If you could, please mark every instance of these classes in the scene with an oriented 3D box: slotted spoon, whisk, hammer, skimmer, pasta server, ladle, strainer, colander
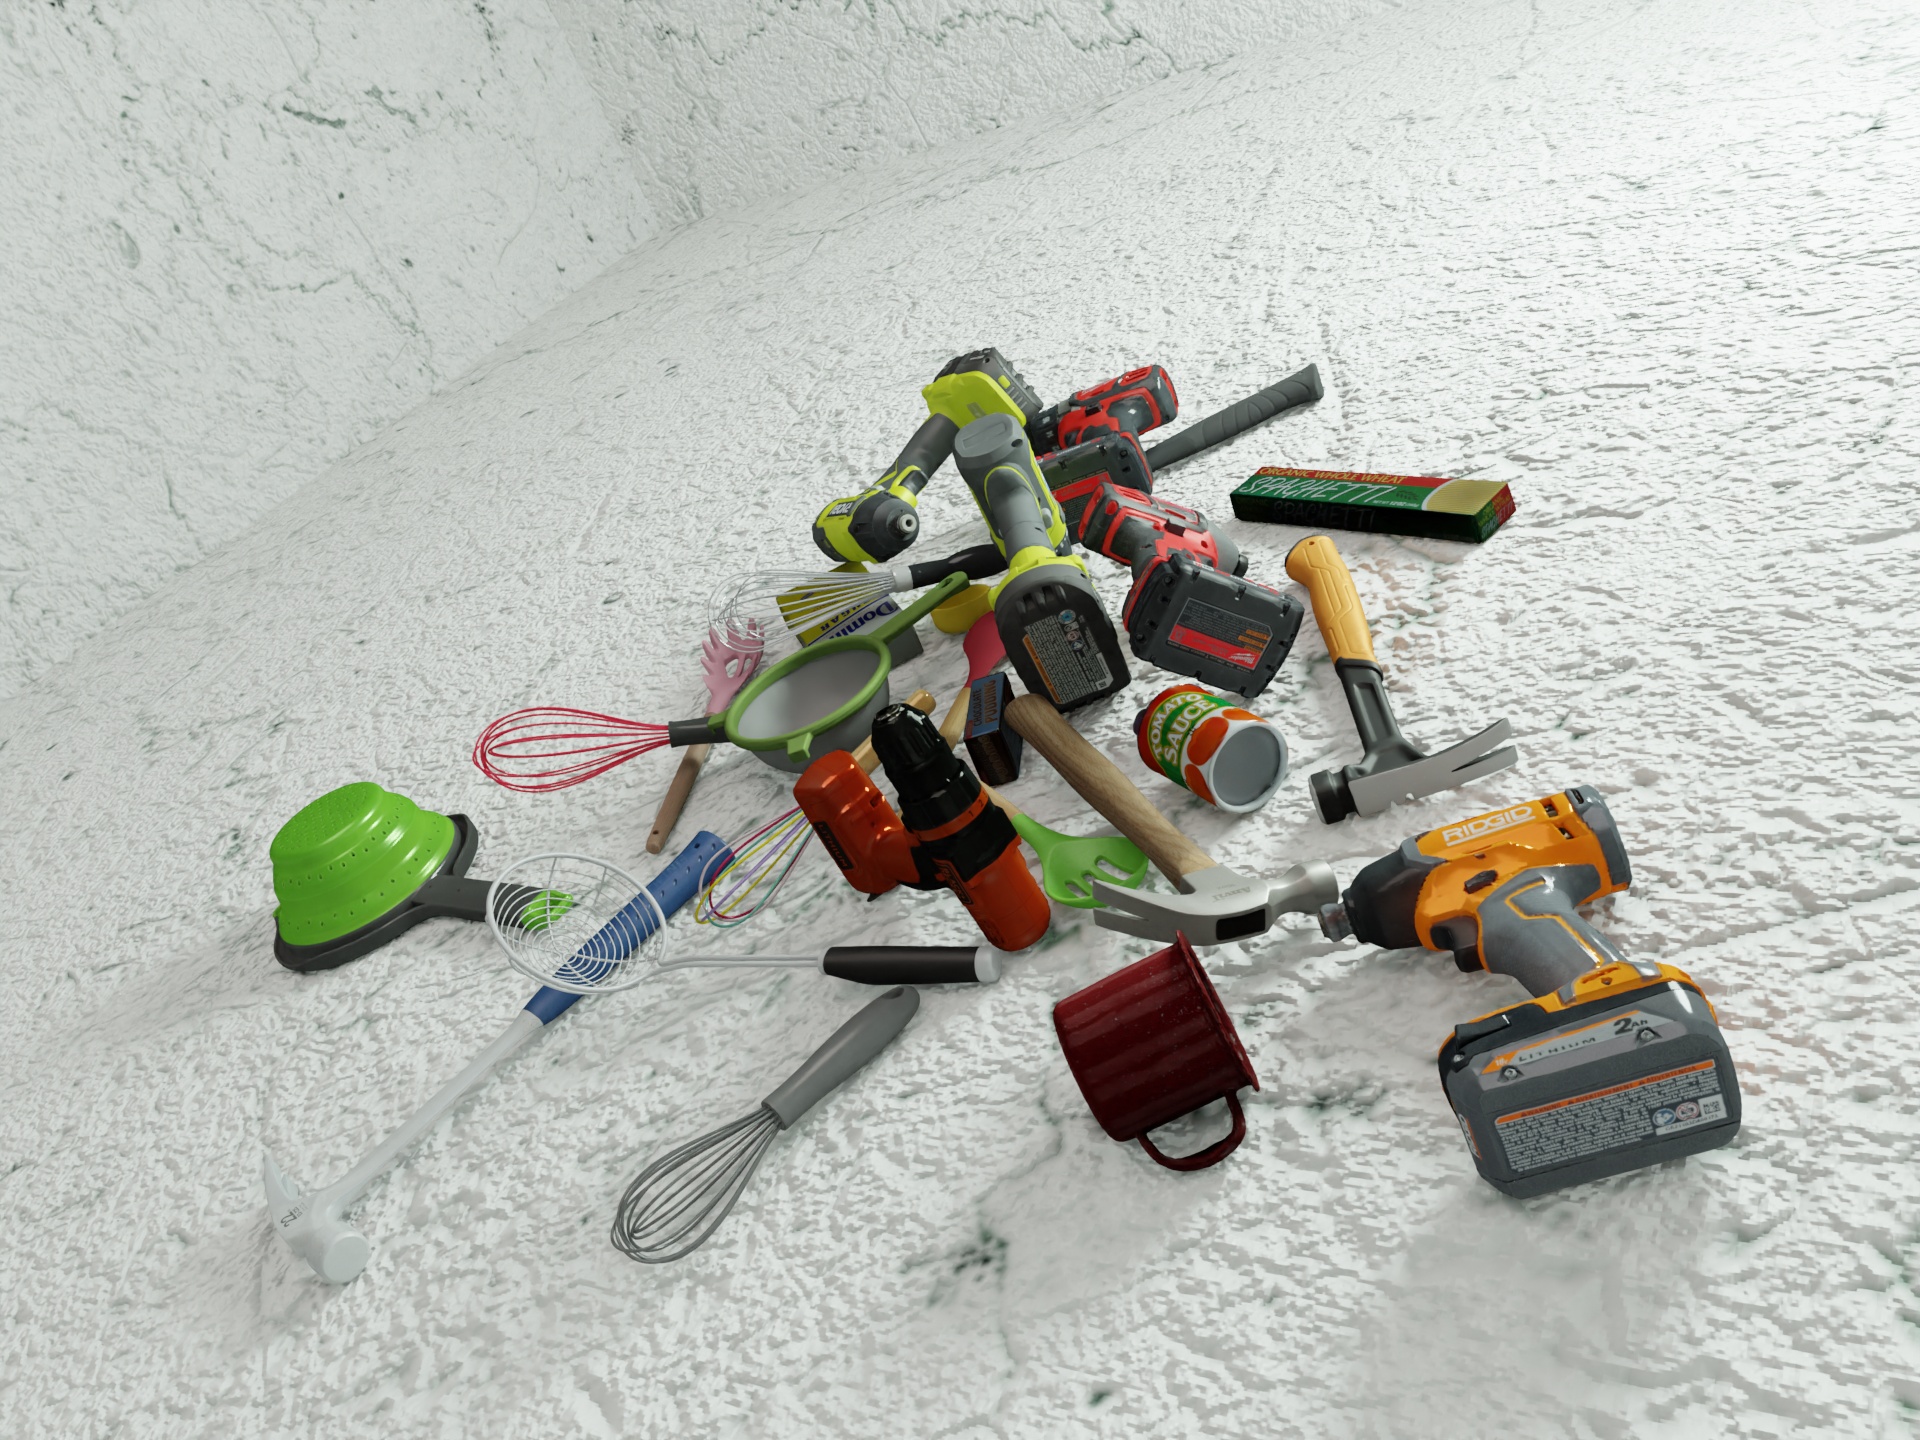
[{"bbox_3d":[0.029,0.062,1.122,0.070,0.031,0.314,-33,33,-17],"label":"slotted spoon"},{"bbox_3d":[-0.108,0.065,1.192,0.245,0.047,0.051,-45,39,-13],"label":"whisk"},{"bbox_3d":[-0.321,0.220,1.148,0.144,0.035,0.405,9,44,46],"label":"hammer"},{"bbox_3d":[-0.269,0.015,1.366,0.296,0.073,0.073,-7,28,-5],"label":"whisk"},{"bbox_3d":[-0.149,0.136,1.064,0.363,0.090,0.127,-3,24,24],"label":"skimmer"},{"bbox_3d":[-0.232,0.008,1.426,0.060,0.040,0.316,-2,35,11],"label":"pasta server"},{"bbox_3d":[-0.002,-0.004,1.278,0.069,0.031,0.316,-7,35,28],"label":"ladle"},{"bbox_3d":[-0.078,-0.032,1.338,0.256,0.069,0.152,-39,30,-25],"label":"strainer"},{"bbox_3d":[0.102,0.054,1.039,0.130,0.031,0.332,-13,26,-16],"label":"hammer"},{"bbox_3d":[-0.109,0.235,0.949,0.239,0.055,0.055,-38,31,-30],"label":"whisk"},{"bbox_3d":[-0.483,0.122,1.375,0.397,0.094,0.204,1,38,39],"label":"colander"},{"bbox_3d":[0.284,-0.049,1.117,0.127,0.034,0.337,-19,29,13],"label":"hammer"},{"bbox_3d":[-0.083,-0.117,1.409,0.284,0.070,0.070,-13,26,-13],"label":"whisk"},{"bbox_3d":[0.198,-0.260,1.530,0.335,0.035,0.146,-27,29,-2],"label":"hammer"}]

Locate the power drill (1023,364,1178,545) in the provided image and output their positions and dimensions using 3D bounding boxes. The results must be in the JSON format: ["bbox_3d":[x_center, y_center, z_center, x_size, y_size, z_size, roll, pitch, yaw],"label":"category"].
[{"bbox_3d":[0.102,-0.243,1.469,0.188,0.080,0.227,-17,27,22],"label":"power drill"}]

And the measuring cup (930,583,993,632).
[{"bbox_3d":[0.004,-0.115,1.465,0.062,0.029,0.157,-16,18,8],"label":"measuring cup"}]

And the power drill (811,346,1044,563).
[{"bbox_3d":[-0.030,-0.239,1.483,0.223,0.080,0.171,-51,22,-14],"label":"power drill"}]

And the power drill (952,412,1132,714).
[{"bbox_3d":[0.067,-0.113,1.271,0.080,0.190,0.229,-22,43,8],"label":"power drill"}]

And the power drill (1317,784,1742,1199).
[{"bbox_3d":[0.272,0.126,0.795,0.164,0.084,0.227,-19,25,13],"label":"power drill"}]

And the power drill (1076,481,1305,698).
[{"bbox_3d":[0.176,-0.108,1.213,0.220,0.143,0.078,-104,35,-62],"label":"power drill"}]
